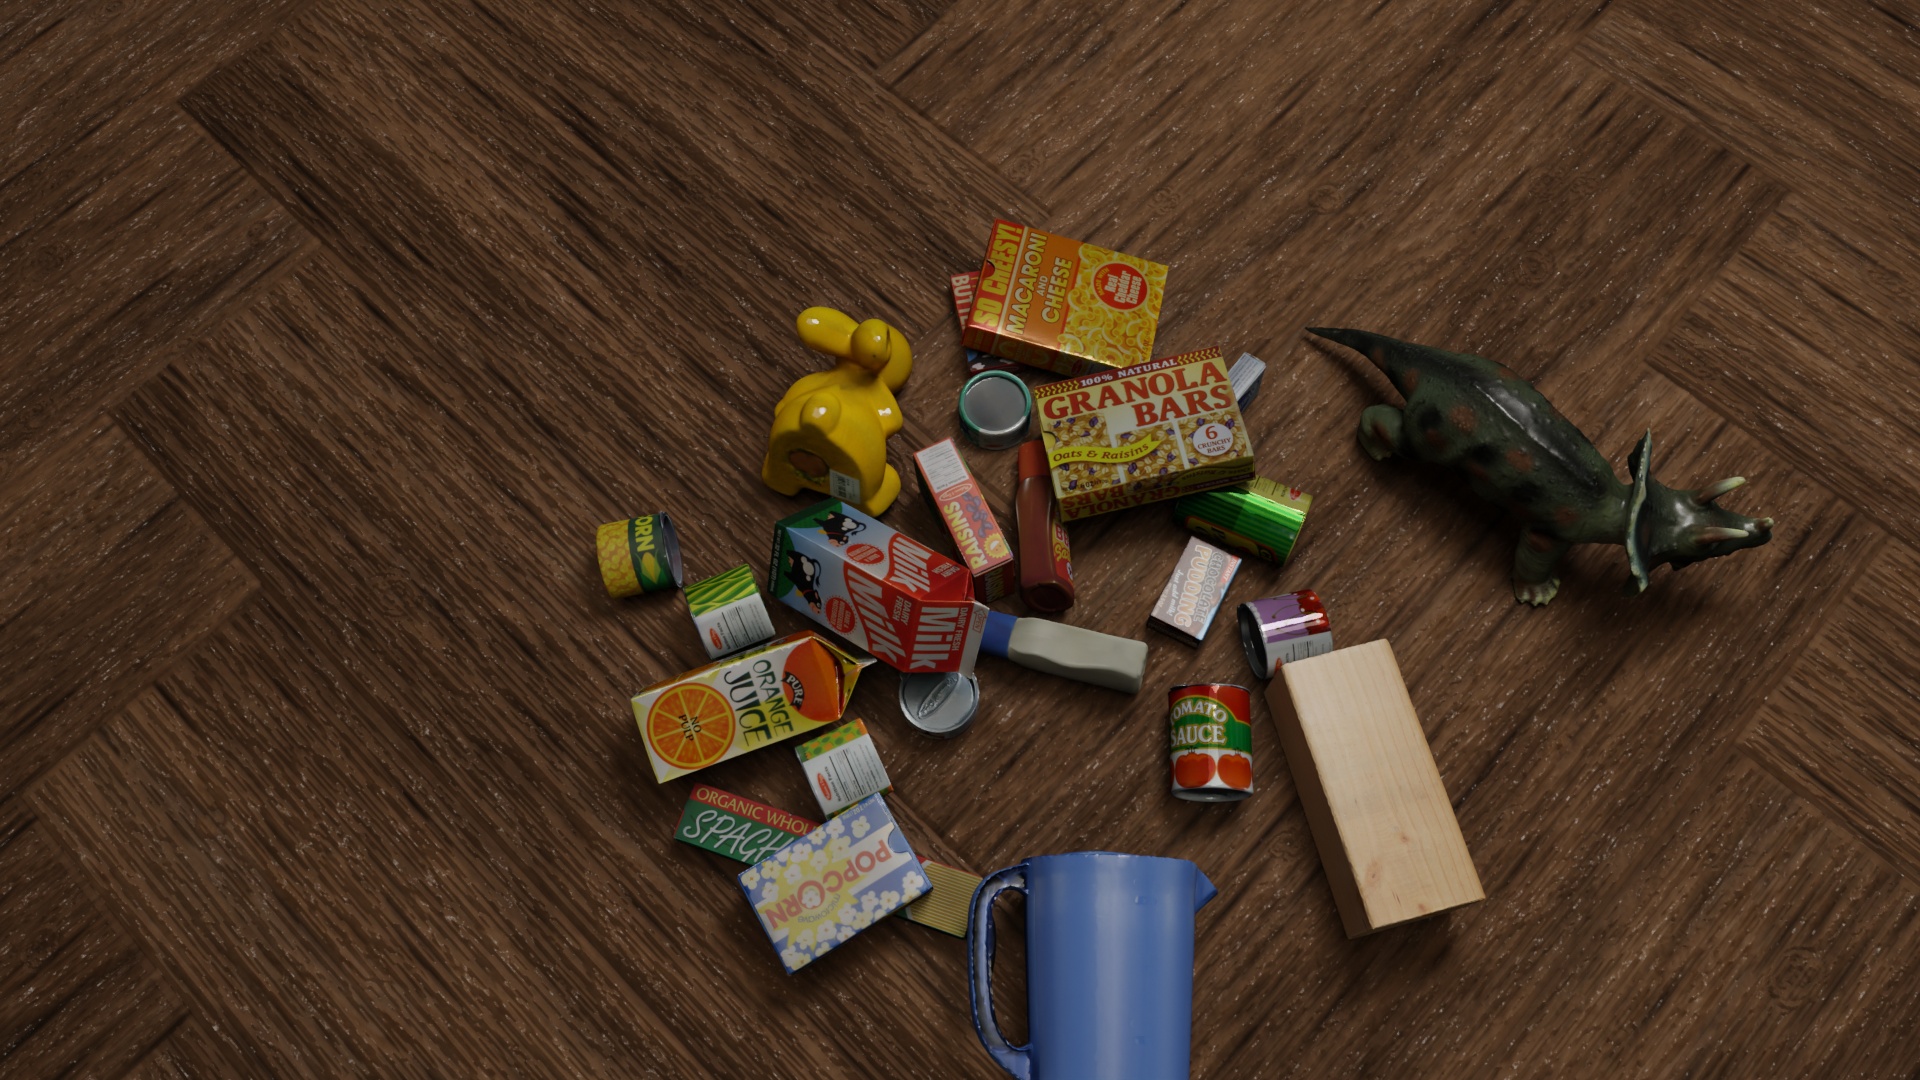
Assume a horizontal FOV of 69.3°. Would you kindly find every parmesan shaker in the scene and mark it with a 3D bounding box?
[{"bbox_3d":[0.241,-0.027,1.190,0.103,0.071,0.071,22,71,11],"label":"parmesan shaker"}]

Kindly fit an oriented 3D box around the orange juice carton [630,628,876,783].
[{"bbox_3d":[-0.161,0.125,1.125,0.193,0.072,0.073,-19,93,-6],"label":"orange juice carton"}]

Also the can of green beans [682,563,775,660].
[{"bbox_3d":[-0.193,0.060,1.165,0.058,0.071,0.071,-22,70,-7],"label":"can of green beans"}]

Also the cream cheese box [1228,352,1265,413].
[{"bbox_3d":[0.229,-0.114,1.229,0.024,0.053,0.104,37,74,16],"label":"cream cheese box"}]

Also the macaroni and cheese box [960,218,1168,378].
[{"bbox_3d":[0.096,-0.214,1.261,0.166,0.040,0.124,15,65,-3],"label":"macaroni and cheese box"}]

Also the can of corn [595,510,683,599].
[{"bbox_3d":[-0.274,0.011,1.184,0.058,0.071,0.071,-11,69,-2],"label":"can of corn"}]

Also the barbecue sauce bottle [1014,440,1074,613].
[{"bbox_3d":[0.070,-0.015,1.192,0.043,0.064,0.149,-12,58,16],"label":"barbecue sauce bottle"}]

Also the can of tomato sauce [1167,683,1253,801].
[{"bbox_3d":[0.199,0.162,1.112,0.071,0.071,0.083,1,69,2],"label":"can of tomato sauce"}]

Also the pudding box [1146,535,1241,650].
[{"bbox_3d":[0.199,0.044,1.180,0.050,0.030,0.084,27,72,11],"label":"pudding box"}]

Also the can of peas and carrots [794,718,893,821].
[{"bbox_3d":[-0.094,0.183,1.116,0.059,0.070,0.071,-24,70,-8],"label":"can of peas and carrots"}]

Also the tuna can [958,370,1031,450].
[{"bbox_3d":[0.030,-0.119,1.247,0.071,0.032,0.071,0,69,1],"label":"tuna can"}]

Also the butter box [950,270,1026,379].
[{"bbox_3d":[0.025,-0.200,1.284,0.053,0.024,0.104,-11,69,-3],"label":"butter box"}]

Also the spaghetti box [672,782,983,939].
[{"bbox_3d":[-0.106,0.254,1.106,0.250,0.028,0.050,17,71,8],"label":"spaghetti box"}]

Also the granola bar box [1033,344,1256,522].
[{"bbox_3d":[0.153,-0.092,1.172,0.165,0.039,0.125,-13,55,5],"label":"granola bar box"}]

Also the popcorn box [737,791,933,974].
[{"bbox_3d":[-0.095,0.263,1.065,0.127,0.038,0.085,-30,73,-5],"label":"popcorn box"}]

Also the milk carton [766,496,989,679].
[{"bbox_3d":[-0.061,0.042,1.130,0.191,0.072,0.074,28,33,25],"label":"milk carton"}]

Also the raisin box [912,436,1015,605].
[{"bbox_3d":[0.004,-0.015,1.178,0.040,0.086,0.123,-24,70,-7],"label":"raisin box"}]

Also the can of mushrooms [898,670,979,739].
[{"bbox_3d":[-0.019,0.128,1.151,0.071,0.033,0.071,-1,69,2],"label":"can of mushrooms"}]

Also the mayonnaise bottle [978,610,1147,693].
[{"bbox_3d":[0.079,0.089,1.150,0.148,0.064,0.041,13,72,11],"label":"mayonnaise bottle"}]

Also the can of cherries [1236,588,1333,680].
[{"bbox_3d":[0.267,0.075,1.147,0.058,0.071,0.071,-13,69,-4],"label":"can of cherries"}]
